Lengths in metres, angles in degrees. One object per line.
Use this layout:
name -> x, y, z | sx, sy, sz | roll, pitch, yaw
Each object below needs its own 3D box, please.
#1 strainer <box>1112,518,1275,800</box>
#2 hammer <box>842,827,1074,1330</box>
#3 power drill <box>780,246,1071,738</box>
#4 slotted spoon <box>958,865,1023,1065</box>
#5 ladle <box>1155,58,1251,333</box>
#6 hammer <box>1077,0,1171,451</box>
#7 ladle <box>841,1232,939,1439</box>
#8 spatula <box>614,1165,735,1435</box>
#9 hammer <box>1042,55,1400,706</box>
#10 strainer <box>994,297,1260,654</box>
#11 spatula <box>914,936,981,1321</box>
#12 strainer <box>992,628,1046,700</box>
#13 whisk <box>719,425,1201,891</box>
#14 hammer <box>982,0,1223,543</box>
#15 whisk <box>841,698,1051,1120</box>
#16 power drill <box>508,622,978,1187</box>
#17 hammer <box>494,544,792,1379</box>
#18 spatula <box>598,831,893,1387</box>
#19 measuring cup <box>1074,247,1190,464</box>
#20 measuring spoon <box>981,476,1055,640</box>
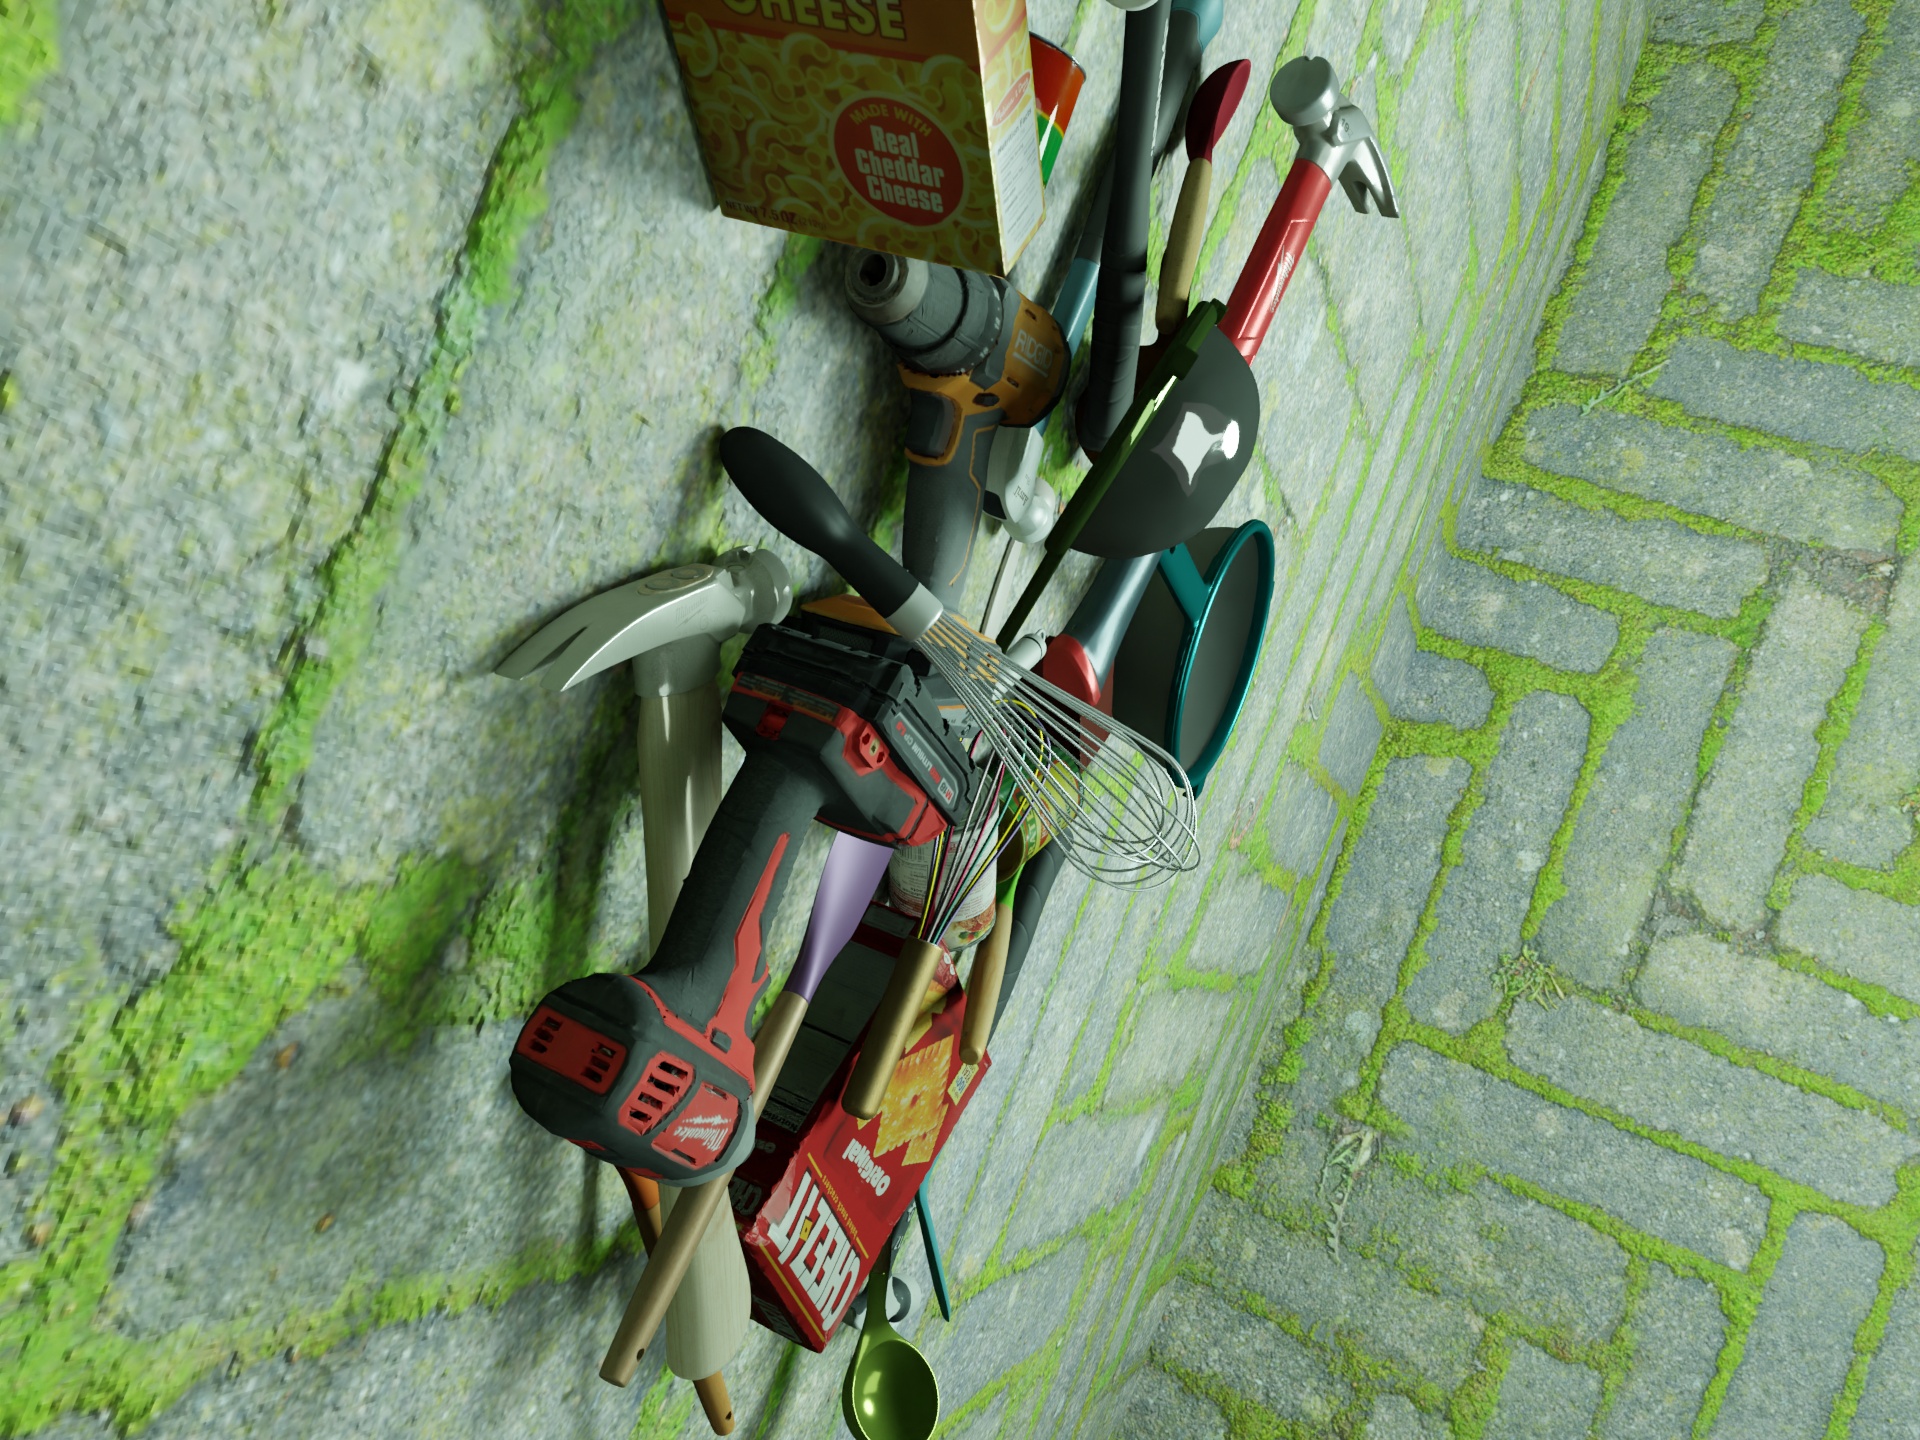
strainer -> 0.143, -0.079, 1.162 | 0.211, 0.095, 0.340 | -68, 157, -10
hammer -> -0.002, 0.267, 1.205 | 0.409, 0.036, 0.149 | -68, 158, -4
power drill -> -0.021, -0.111, 0.762 | 0.185, 0.084, 0.226 | 7, 99, -68
slotted spoon -> 0.024, 0.134, 1.025 | 0.070, 0.031, 0.314 | -47, -172, 19
ladle -> 0.134, -0.301, 0.905 | 0.316, 0.031, 0.069 | -73, -177, -46
hammer -> 0.088, -0.270, 0.814 | 0.334, 0.035, 0.146 | 90, 15, -52
ladle -> -0.046, 0.356, 1.088 | 0.078, 0.062, 0.320 | -14, 112, -48
spatula -> -0.146, 0.261, 0.802 | 0.081, 0.041, 0.322 | -47, 138, -45
hammer -> 0.153, -0.183, 0.944 | 0.143, 0.038, 0.386 | 30, 84, -53
strainer -> 0.086, -0.095, 0.845 | 0.256, 0.069, 0.151 | -59, 179, 27
spatula -> 0.007, 0.259, 1.137 | 0.082, 0.044, 0.318 | 109, -4, -74
strainer -> -0.002, -0.003, 0.947 | 0.258, 0.050, 0.086 | -43, 132, -54
whisk -> 0.002, -0.025, 0.698 | 0.070, 0.284, 0.070 | -44, -167, 13
hammer -> 0.080, -0.272, 0.918 | 0.331, 0.033, 0.128 | -68, 160, -4
whisk -> -0.015, 0.101, 0.879 | 0.047, 0.051, 0.245 | 33, 76, -50
power drill -> -0.083, 0.084, 0.655 | 0.220, 0.079, 0.143 | -62, 150, -19
hammer -> -0.129, 0.135, 0.710 | 0.146, 0.038, 0.410 | -33, 131, -54
spatula -> -0.088, 0.149, 0.735 | 0.059, 0.018, 0.316 | 70, 36, -47
measuring cup -> 0.113, -0.209, 0.967 | 0.052, 0.095, 0.173 | -48, 156, -25
measuring spoon -> 0.035, -0.090, 0.993 | 0.034, 0.018, 0.124 | -4, 114, -67
